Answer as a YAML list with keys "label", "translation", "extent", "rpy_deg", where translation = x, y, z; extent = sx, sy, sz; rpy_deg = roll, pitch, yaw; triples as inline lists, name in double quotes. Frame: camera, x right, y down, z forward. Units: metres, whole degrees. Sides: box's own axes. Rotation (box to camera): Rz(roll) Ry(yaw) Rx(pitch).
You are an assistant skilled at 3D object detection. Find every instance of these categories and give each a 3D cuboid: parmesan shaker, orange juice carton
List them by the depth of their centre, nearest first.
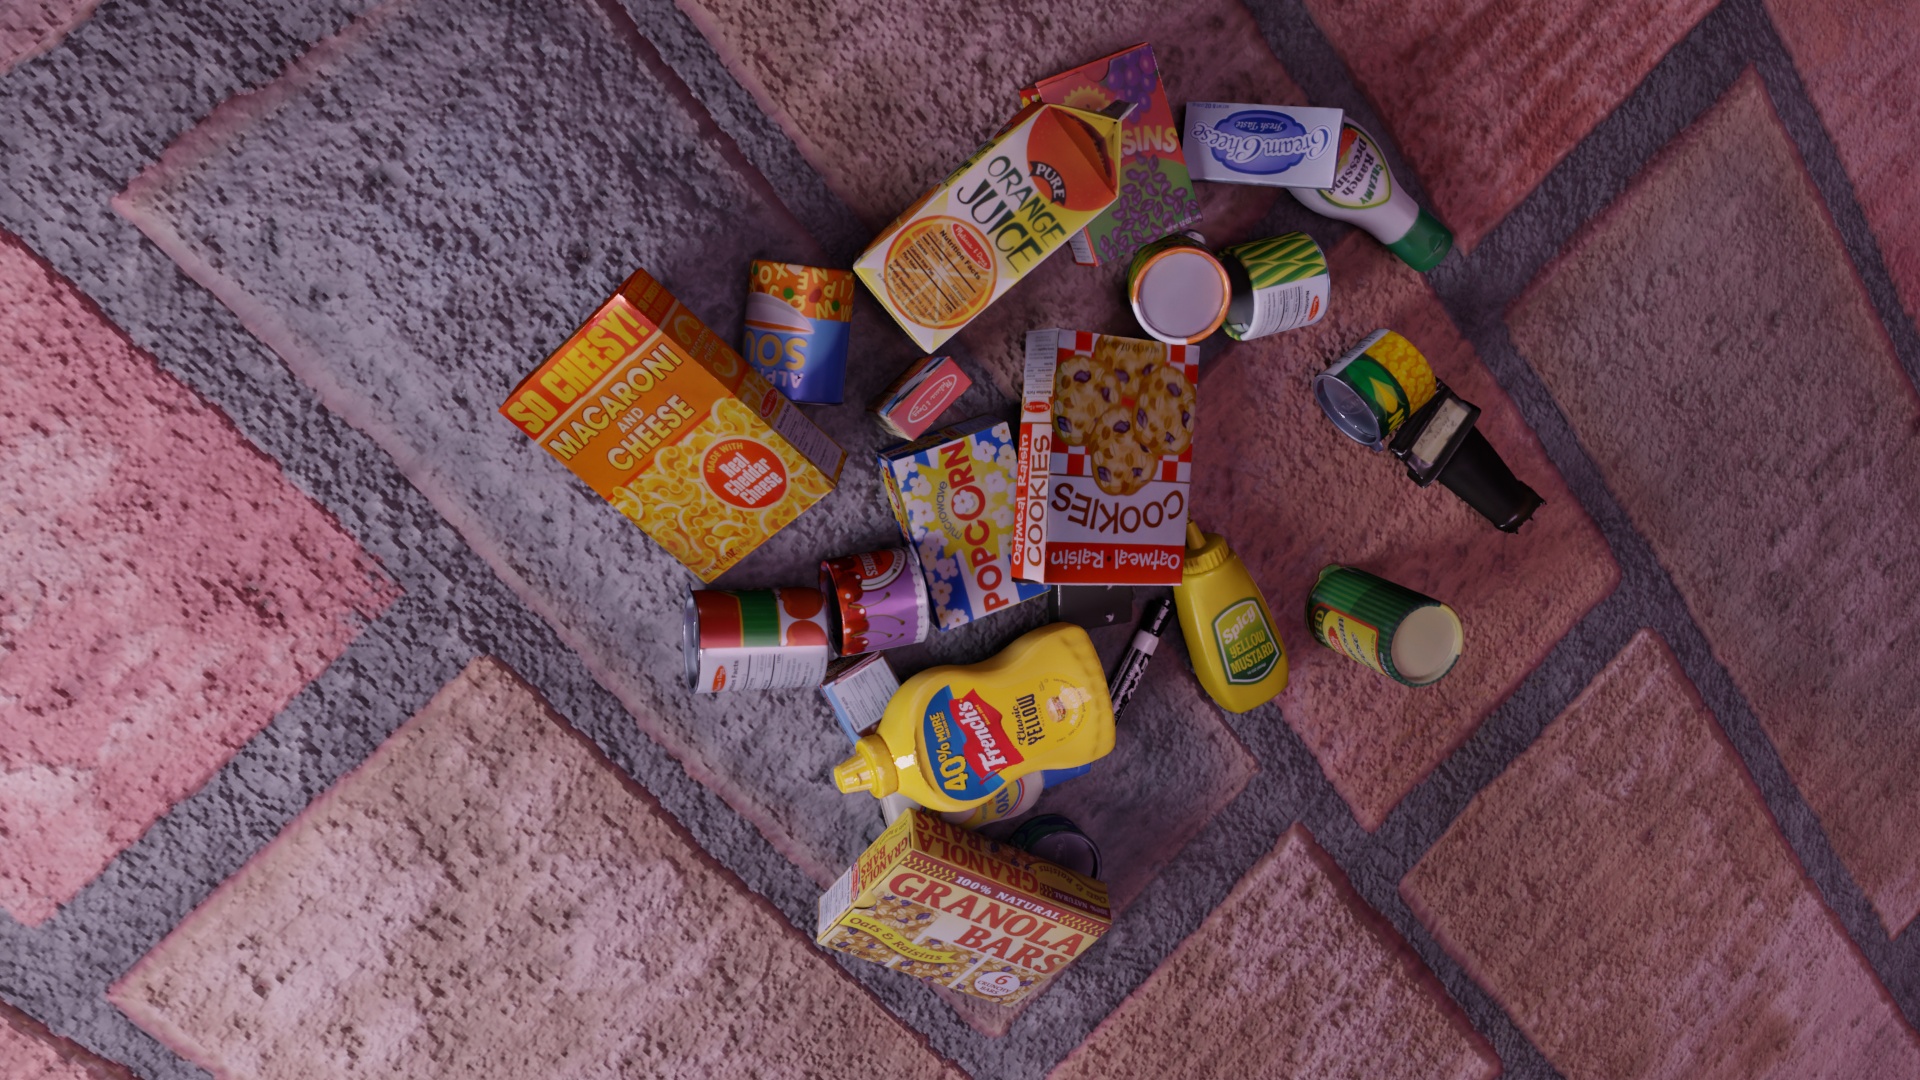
- label: "orange juice carton"
  translation: [0.029, -0.208, 0.860]
  extent: [0.192, 0.072, 0.073]
  rpy_deg: [-39, 106, 8]
- label: "parmesan shaker"
  translation: [0.310, 0.061, 1.025]
  extent: [0.071, 0.103, 0.071]
  rpy_deg: [-4, 103, -18]

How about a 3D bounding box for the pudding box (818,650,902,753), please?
- label: "pudding box"
  translation: [-0.060, 0.116, 0.947]
  extent: [0.050, 0.030, 0.083]
  rpy_deg: [-32, 110, -12]

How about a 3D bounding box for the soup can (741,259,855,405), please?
- label: "soup can"
  translation: [-0.103, -0.129, 0.859]
  extent: [0.071, 0.071, 0.083]
  rpy_deg: [3, 100, -20]

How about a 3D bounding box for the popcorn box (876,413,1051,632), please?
- label: "popcorn box"
  translation: [0.003, -0.012, 0.937]
  extent: [0.085, 0.038, 0.126]
  rpy_deg: [-20, 107, -14]

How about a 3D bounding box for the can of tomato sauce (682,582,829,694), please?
- label: "can of tomato sauce"
  translation: [-0.132, 0.061, 0.892]
  extent: [0.083, 0.071, 0.071]
  rpy_deg: [-1, 102, -19]

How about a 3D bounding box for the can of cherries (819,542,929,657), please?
- label: "can of cherries"
  translation: [-0.057, 0.037, 0.911]
  extent: [0.058, 0.071, 0.071]
  rpy_deg: [-9, 105, -16]

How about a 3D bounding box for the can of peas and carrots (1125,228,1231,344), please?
- label: "can of peas and carrots"
  translation: [0.147, -0.171, 0.932]
  extent: [0.071, 0.059, 0.070]
  rpy_deg: [1, 110, 2]

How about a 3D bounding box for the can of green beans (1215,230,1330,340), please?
- label: "can of green beans"
  translation: [0.213, -0.176, 0.961]
  extent: [0.058, 0.071, 0.071]
  rpy_deg: [-15, 106, -15]

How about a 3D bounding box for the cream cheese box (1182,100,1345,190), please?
- label: "cream cheese box"
  translation: [0.202, -0.265, 0.933]
  extent: [0.104, 0.024, 0.053]
  rpy_deg: [7, 103, 15]

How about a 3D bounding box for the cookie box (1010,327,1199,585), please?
- label: "cookie box"
  translation: [0.098, -0.053, 0.938]
  extent: [0.123, 0.040, 0.167]
  rpy_deg: [2, 93, -34]

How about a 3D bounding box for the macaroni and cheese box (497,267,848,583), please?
- label: "macaroni and cheese box"
  translation: [-0.171, -0.065, 0.833]
  extent: [0.123, 0.040, 0.166]
  rpy_deg: [-35, 115, 29]

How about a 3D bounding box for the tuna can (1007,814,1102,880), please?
- label: "tuna can"
  translation: [0.065, 0.236, 1.015]
  extent: [0.071, 0.033, 0.071]
  rpy_deg: [-4, 103, -19]

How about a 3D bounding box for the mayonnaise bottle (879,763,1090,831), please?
- label: "mayonnaise bottle"
  translation: [0.018, 0.172, 0.980]
  extent: [0.148, 0.041, 0.064]
  rpy_deg: [-19, 110, -14]

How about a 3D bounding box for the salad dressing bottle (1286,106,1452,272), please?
- label: "salad dressing bottle"
  translation: [0.287, -0.246, 0.984]
  extent: [0.147, 0.044, 0.064]
  rpy_deg: [31, 91, -23]

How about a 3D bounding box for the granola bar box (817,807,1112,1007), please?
- label: "granola bar box"
  translation: [0.002, 0.259, 0.963]
  extent: [0.165, 0.039, 0.123]
  rpy_deg: [26, 125, -22]

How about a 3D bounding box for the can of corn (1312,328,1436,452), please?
- label: "can of corn"
  translation: [0.302, -0.109, 1.005]
  extent: [0.058, 0.071, 0.071]
  rpy_deg: [-39, 111, -8]

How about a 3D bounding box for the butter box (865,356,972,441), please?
- label: "butter box"
  translation: [-0.028, -0.091, 0.875]
  extent: [0.053, 0.103, 0.024]
  rpy_deg: [-44, 103, -3]

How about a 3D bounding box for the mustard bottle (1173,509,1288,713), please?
- label: "mustard bottle"
  translation: [0.187, 0.047, 1.009]
  extent: [0.065, 0.049, 0.159]
  rpy_deg: [-29, 109, -13]

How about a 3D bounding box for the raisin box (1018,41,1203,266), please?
- label: "raisin box"
  translation: [0.100, -0.254, 0.919]
  extent: [0.086, 0.040, 0.123]
  rpy_deg: [-25, 108, -12]
